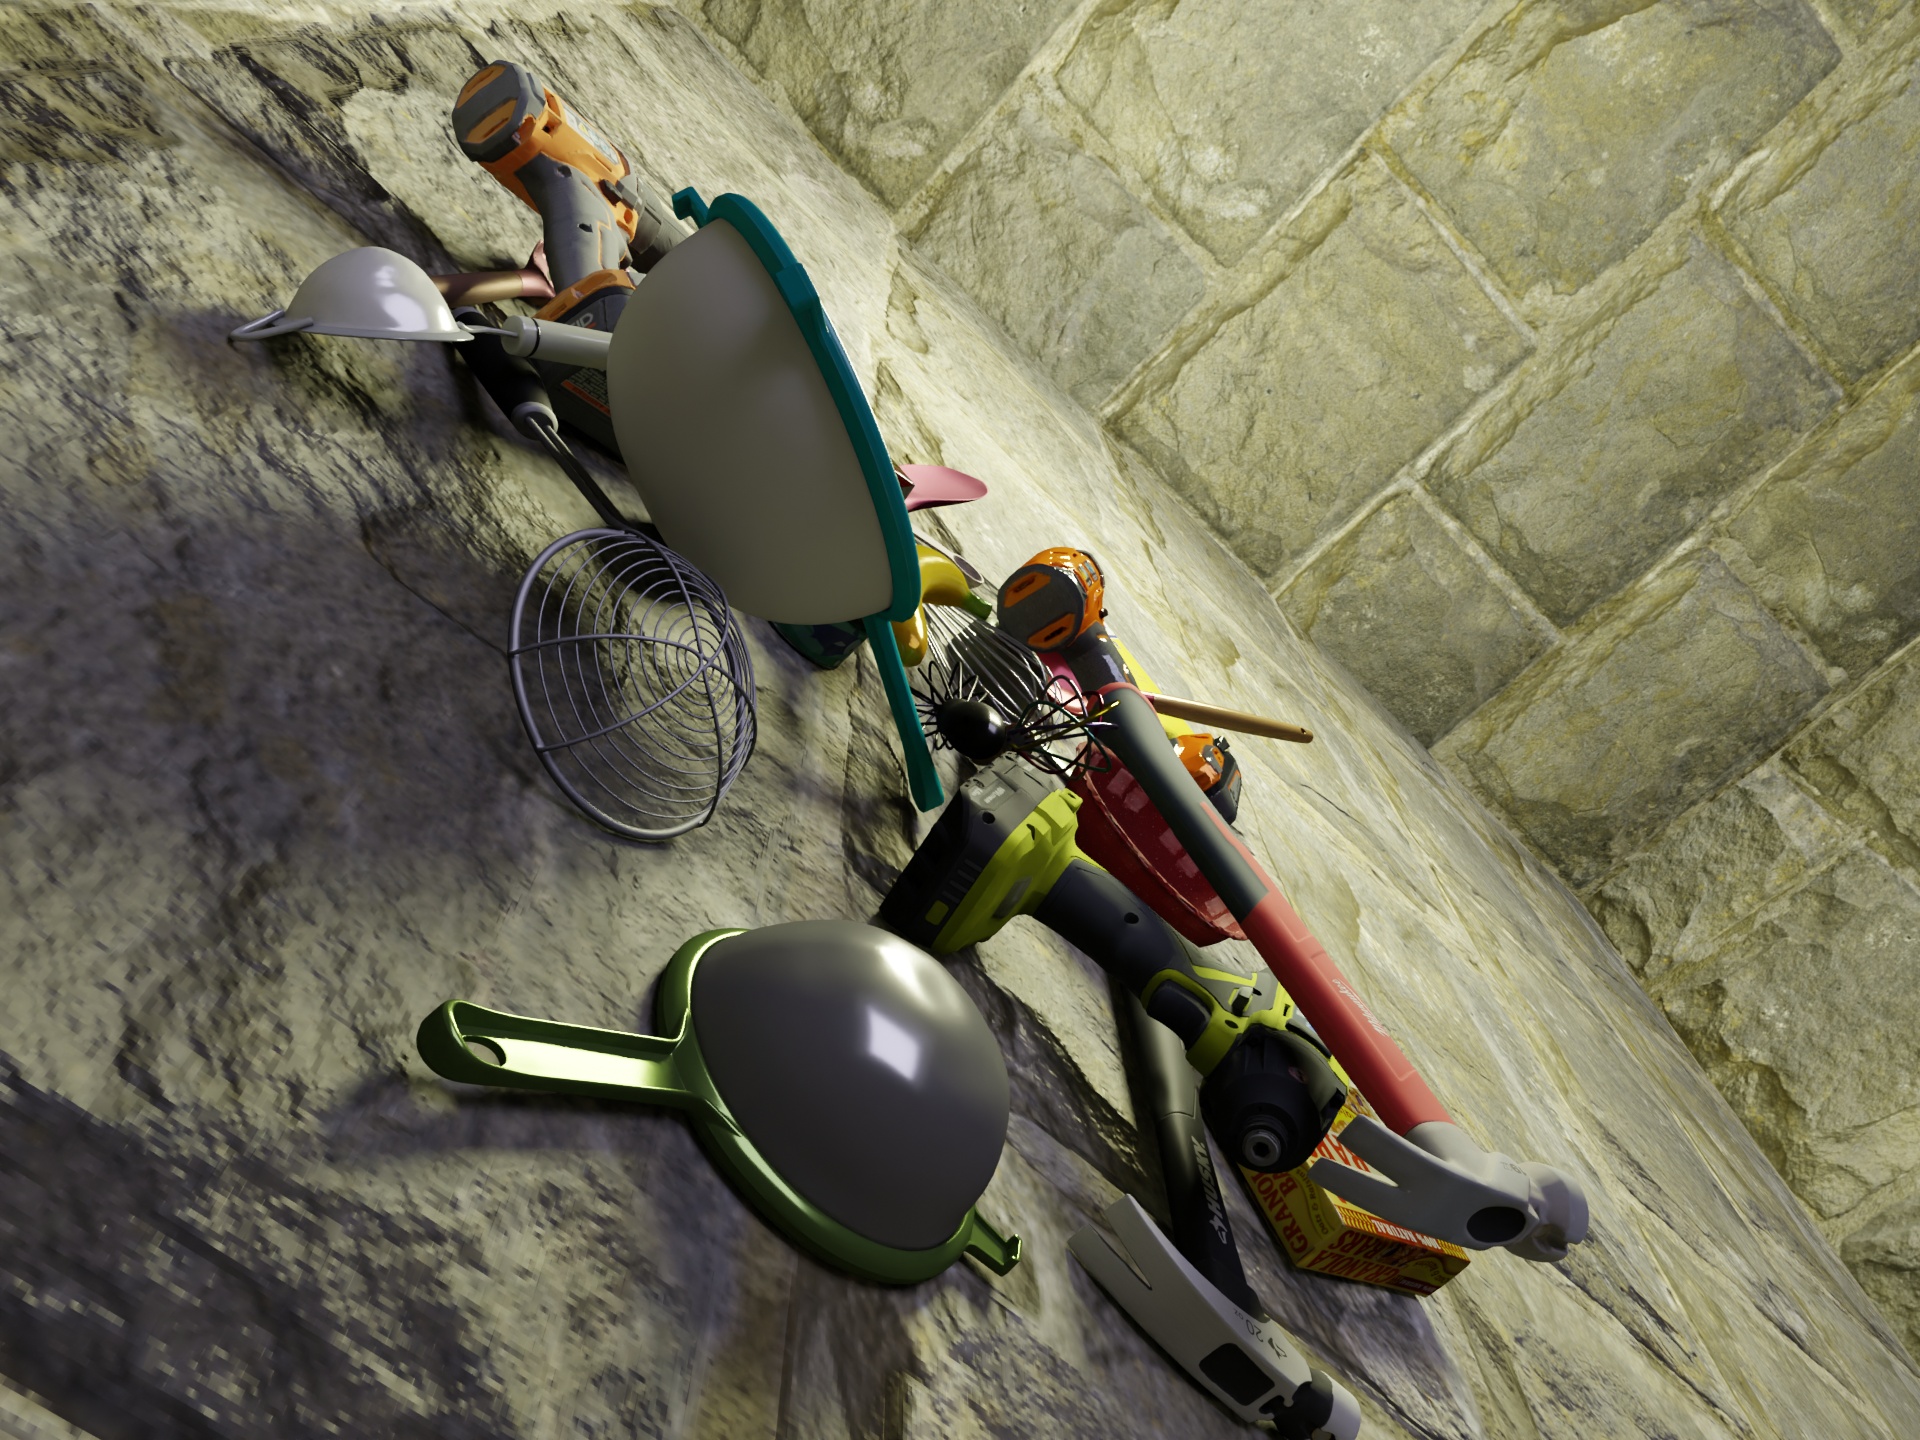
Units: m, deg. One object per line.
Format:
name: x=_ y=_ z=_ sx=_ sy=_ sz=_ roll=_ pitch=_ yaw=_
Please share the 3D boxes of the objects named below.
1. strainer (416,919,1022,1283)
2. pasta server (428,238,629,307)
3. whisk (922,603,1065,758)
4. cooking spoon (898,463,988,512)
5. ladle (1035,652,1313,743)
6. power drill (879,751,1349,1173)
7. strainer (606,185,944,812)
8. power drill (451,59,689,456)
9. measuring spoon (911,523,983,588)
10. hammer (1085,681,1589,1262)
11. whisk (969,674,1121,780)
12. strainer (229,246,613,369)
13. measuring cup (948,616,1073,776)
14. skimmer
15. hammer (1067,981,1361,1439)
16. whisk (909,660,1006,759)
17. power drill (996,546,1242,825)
strainer: x=-0.060 y=0.105 z=0.532 sx=0.256 sy=0.069 sz=0.152 roll=26 pitch=26 yaw=-53
pasta server: x=-0.265 y=-0.256 z=0.922 sx=0.060 sy=0.040 sz=0.316 roll=60 pitch=15 yaw=-12
whisk: x=-0.024 y=-0.082 z=1.085 sx=0.285 sy=0.070 sz=0.070 roll=50 pitch=16 yaw=27
cooking spoon: x=-0.058 y=-0.139 z=1.078 sx=0.069 sy=0.017 sz=0.319 roll=24 pitch=25 yaw=14
ladle: x=0.170 y=-0.013 z=1.276 sx=0.315 sy=0.031 sz=0.069 roll=12 pitch=54 yaw=-33
power drill: x=0.081 y=0.117 z=0.751 sx=0.223 sy=0.080 sz=0.171 roll=35 pitch=16 yaw=8
strainer: x=-0.089 y=-0.075 z=0.772 sx=0.211 sy=0.095 sz=0.340 roll=49 pitch=-20 yaw=54
power drill: x=-0.202 y=-0.260 z=0.944 sx=0.185 sy=0.084 sz=0.226 roll=30 pitch=33 yaw=-59
measuring spoon: x=-0.034 y=-0.142 z=1.273 sx=0.124 sy=0.018 sz=0.034 roll=34 pitch=20 yaw=-16
hammer: x=0.132 y=0.086 z=0.749 sx=0.143 sy=0.038 sz=0.387 roll=25 pitch=20 yaw=-32
whisk: x=0.041 y=0.010 z=0.886 sx=0.051 sy=0.047 sz=0.245 roll=36 pitch=-10 yaw=-7
strainer: x=-0.217 y=-0.186 z=0.756 sx=0.087 sy=0.050 sz=0.258 roll=21 pitch=15 yaw=37
measuring cup: x=0.059 y=-0.007 z=1.136 sx=0.168 sy=0.038 sz=0.083 roll=49 pitch=17 yaw=11
skimmer: x=-0.193 y=-0.089 z=0.728 sx=0.127 sy=0.090 sz=0.364 roll=31 pitch=12 yaw=-47
hammer: x=0.103 y=0.192 z=0.791 sx=0.146 sy=0.035 sz=0.335 roll=42 pitch=17 yaw=-18
whisk: x=0.000 y=-0.003 z=0.872 sx=0.055 sy=0.055 sz=0.239 roll=44 pitch=-1 yaw=-8
power drill: x=0.114 y=-0.024 z=1.148 sx=0.226 sy=0.084 sz=0.164 roll=57 pitch=18 yaw=-5
